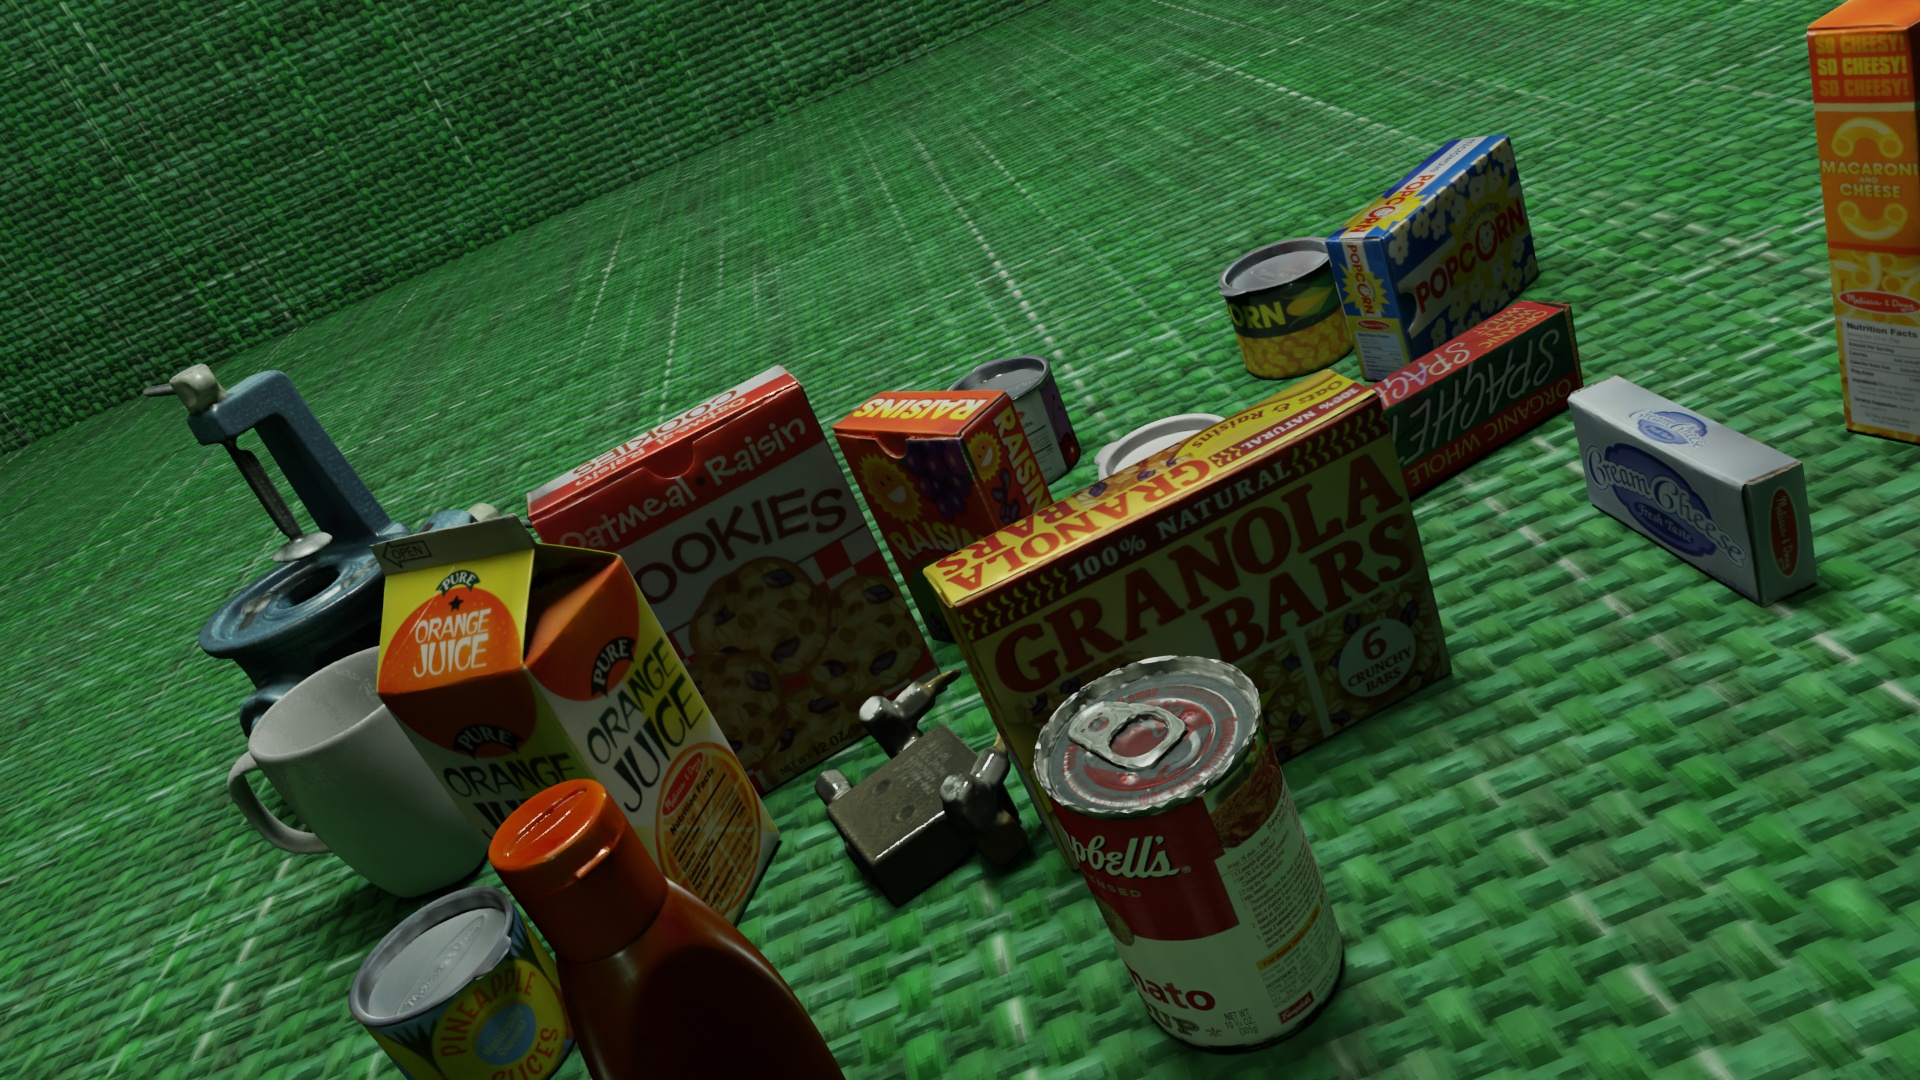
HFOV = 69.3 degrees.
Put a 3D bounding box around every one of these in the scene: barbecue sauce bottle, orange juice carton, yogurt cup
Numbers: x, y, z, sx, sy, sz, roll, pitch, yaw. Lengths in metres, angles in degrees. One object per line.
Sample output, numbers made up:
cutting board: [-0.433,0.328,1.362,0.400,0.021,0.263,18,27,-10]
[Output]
barbecue sauce bottle: [-0.088,0.138,0.418,0.065,0.148,0.043,-40,31,-30]
orange juice carton: [-0.151,0.074,0.538,0.071,0.192,0.073,-11,29,25]
yogurt cup: [0.106,-0.021,0.660,0.072,0.053,0.073,-19,27,10]

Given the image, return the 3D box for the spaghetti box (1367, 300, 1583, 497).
spaghetti box: [0.175,-0.033,0.630,0.250,0.050,0.029,-29,27,-11]

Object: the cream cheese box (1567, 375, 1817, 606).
cream cheese box: [0.274,-0.022,0.526,0.024,0.053,0.104,-25,26,-1]

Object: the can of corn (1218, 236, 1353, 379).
can of corn: [0.186,-0.132,0.794,0.071,0.058,0.071,-19,27,10]

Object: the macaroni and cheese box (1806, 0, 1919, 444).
macaroni and cheese box: [0.384,-0.138,0.525,0.124,0.165,0.040,-32,27,-17]

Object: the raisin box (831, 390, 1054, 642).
raisin box: [0.002,-0.008,0.643,0.086,0.123,0.040,6,39,46]

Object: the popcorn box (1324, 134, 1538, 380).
popcorn box: [0.256,-0.152,0.745,0.127,0.085,0.038,-39,30,-27]

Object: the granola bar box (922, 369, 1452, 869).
granola bar box: [0.087,0.029,0.504,0.166,0.123,0.039,-27,26,-5]

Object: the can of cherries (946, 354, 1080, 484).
can of cherries: [0.030,-0.067,0.802,0.071,0.058,0.072,-19,27,10]

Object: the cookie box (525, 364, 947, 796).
cookie box: [-0.094,0.025,0.612,0.123,0.166,0.040,-29,27,-11]

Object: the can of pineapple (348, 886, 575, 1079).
can of pineapple: [-0.186,0.177,0.528,0.071,0.057,0.071,-19,27,10]
